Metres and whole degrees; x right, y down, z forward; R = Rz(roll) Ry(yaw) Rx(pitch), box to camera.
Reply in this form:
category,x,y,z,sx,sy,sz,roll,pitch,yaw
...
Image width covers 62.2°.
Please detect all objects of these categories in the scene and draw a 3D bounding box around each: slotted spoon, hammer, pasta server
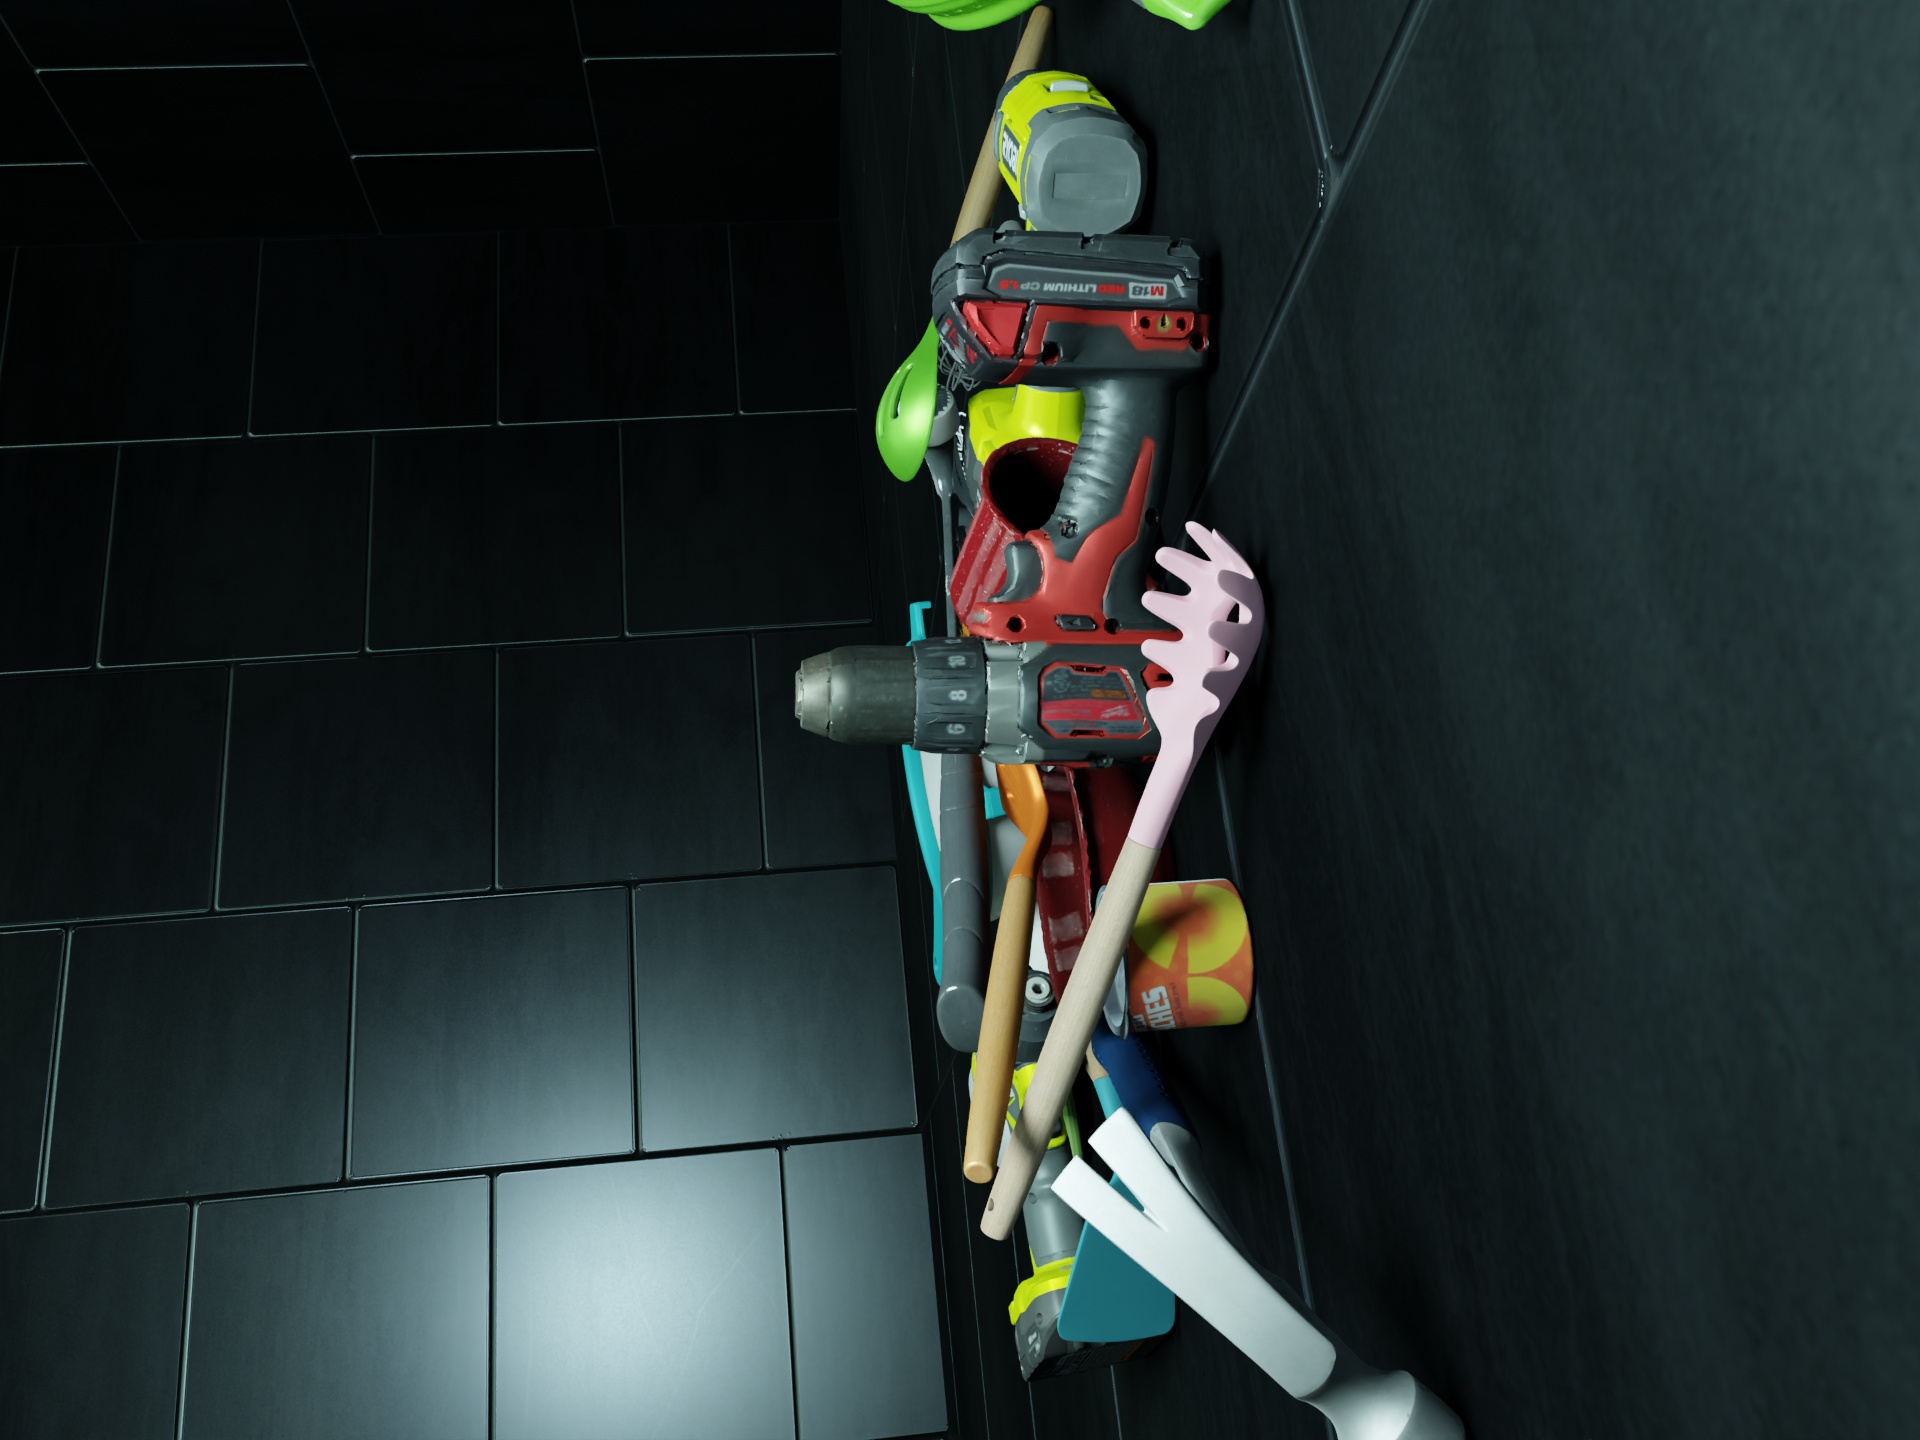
category,x,y,z,sx,sy,sz,roll,pitch,yaw
slotted spoon,0.004,-0.293,0.957,0.070,0.031,0.314,-8,62,67
hammer,-0.001,-0.003,0.927,0.149,0.036,0.409,70,-165,-54
pasta server,0.061,0.074,0.663,0.316,0.040,0.060,-70,23,9
hammer,0.089,0.179,0.675,0.144,0.035,0.405,42,180,-1

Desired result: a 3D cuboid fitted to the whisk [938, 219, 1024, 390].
category,x,y,z,sx,sy,sz,roll,pitch,yaw
whisk,0.019,-0.320,1.234,0.239,0.055,0.055,127,139,-73

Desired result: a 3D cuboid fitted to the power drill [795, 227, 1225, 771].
category,x,y,z,sx,sy,sz,roll,pitch,yaw
power drill,0.023,-0.090,0.693,0.080,0.188,0.226,-156,66,-82

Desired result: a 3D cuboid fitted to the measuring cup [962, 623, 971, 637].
category,x,y,z,sx,sy,sz,roll,pitch,yaw
measuring cup,0.020,-0.087,1.318,0.095,0.052,0.174,101,165,-67

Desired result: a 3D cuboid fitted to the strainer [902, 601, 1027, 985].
category,x,y,z,sx,sy,sz,roll,pitch,yaw
strainer,0.025,0.084,1.146,0.340,0.095,0.211,91,164,-47

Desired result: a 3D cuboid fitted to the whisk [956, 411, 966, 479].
category,x,y,z,sx,sy,sz,roll,pitch,yaw
whisk,0.034,-0.185,1.121,0.285,0.070,0.070,-138,44,-74

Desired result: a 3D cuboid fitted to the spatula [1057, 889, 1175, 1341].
category,x,y,z,sx,sy,sz,roll,pitch,yaw
spatula,0.070,0.184,0.909,0.044,0.082,0.318,-41,49,43

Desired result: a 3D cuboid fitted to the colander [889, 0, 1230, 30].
category,x,y,z,sx,sy,sz,roll,pitch,yaw
colander,0.040,-0.376,0.758,0.094,0.204,0.398,44,-170,-46

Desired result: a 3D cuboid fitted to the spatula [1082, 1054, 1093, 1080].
category,x,y,z,sx,sy,sz,roll,pitch,yaw
spatula,0.078,0.210,1.109,0.316,0.018,0.060,-136,35,-82

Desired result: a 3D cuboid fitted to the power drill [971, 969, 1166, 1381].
category,x,y,z,sx,sy,sz,roll,pitch,yaw
power drill,0.056,0.272,0.969,0.171,0.080,0.223,97,163,-60

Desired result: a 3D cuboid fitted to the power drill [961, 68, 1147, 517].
category,x,y,z,sx,sy,sz,roll,pitch,yaw
power drill,0.046,-0.237,0.877,0.191,0.080,0.228,-103,14,-57

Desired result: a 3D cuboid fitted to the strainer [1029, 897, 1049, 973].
category,x,y,z,sx,sy,sz,roll,pitch,yaw
strainer,0.072,0.115,1.028,0.258,0.050,0.087,105,175,-61

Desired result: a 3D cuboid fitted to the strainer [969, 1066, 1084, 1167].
category,x,y,z,sx,sy,sz,roll,pitch,yaw
strainer,0.034,0.259,1.220,0.257,0.069,0.151,-115,15,-67

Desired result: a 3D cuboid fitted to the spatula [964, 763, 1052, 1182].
category,x,y,z,sx,sy,sz,roll,pitch,yaw
spatula,0.019,0.097,0.778,0.323,0.041,0.081,-77,-17,-57
